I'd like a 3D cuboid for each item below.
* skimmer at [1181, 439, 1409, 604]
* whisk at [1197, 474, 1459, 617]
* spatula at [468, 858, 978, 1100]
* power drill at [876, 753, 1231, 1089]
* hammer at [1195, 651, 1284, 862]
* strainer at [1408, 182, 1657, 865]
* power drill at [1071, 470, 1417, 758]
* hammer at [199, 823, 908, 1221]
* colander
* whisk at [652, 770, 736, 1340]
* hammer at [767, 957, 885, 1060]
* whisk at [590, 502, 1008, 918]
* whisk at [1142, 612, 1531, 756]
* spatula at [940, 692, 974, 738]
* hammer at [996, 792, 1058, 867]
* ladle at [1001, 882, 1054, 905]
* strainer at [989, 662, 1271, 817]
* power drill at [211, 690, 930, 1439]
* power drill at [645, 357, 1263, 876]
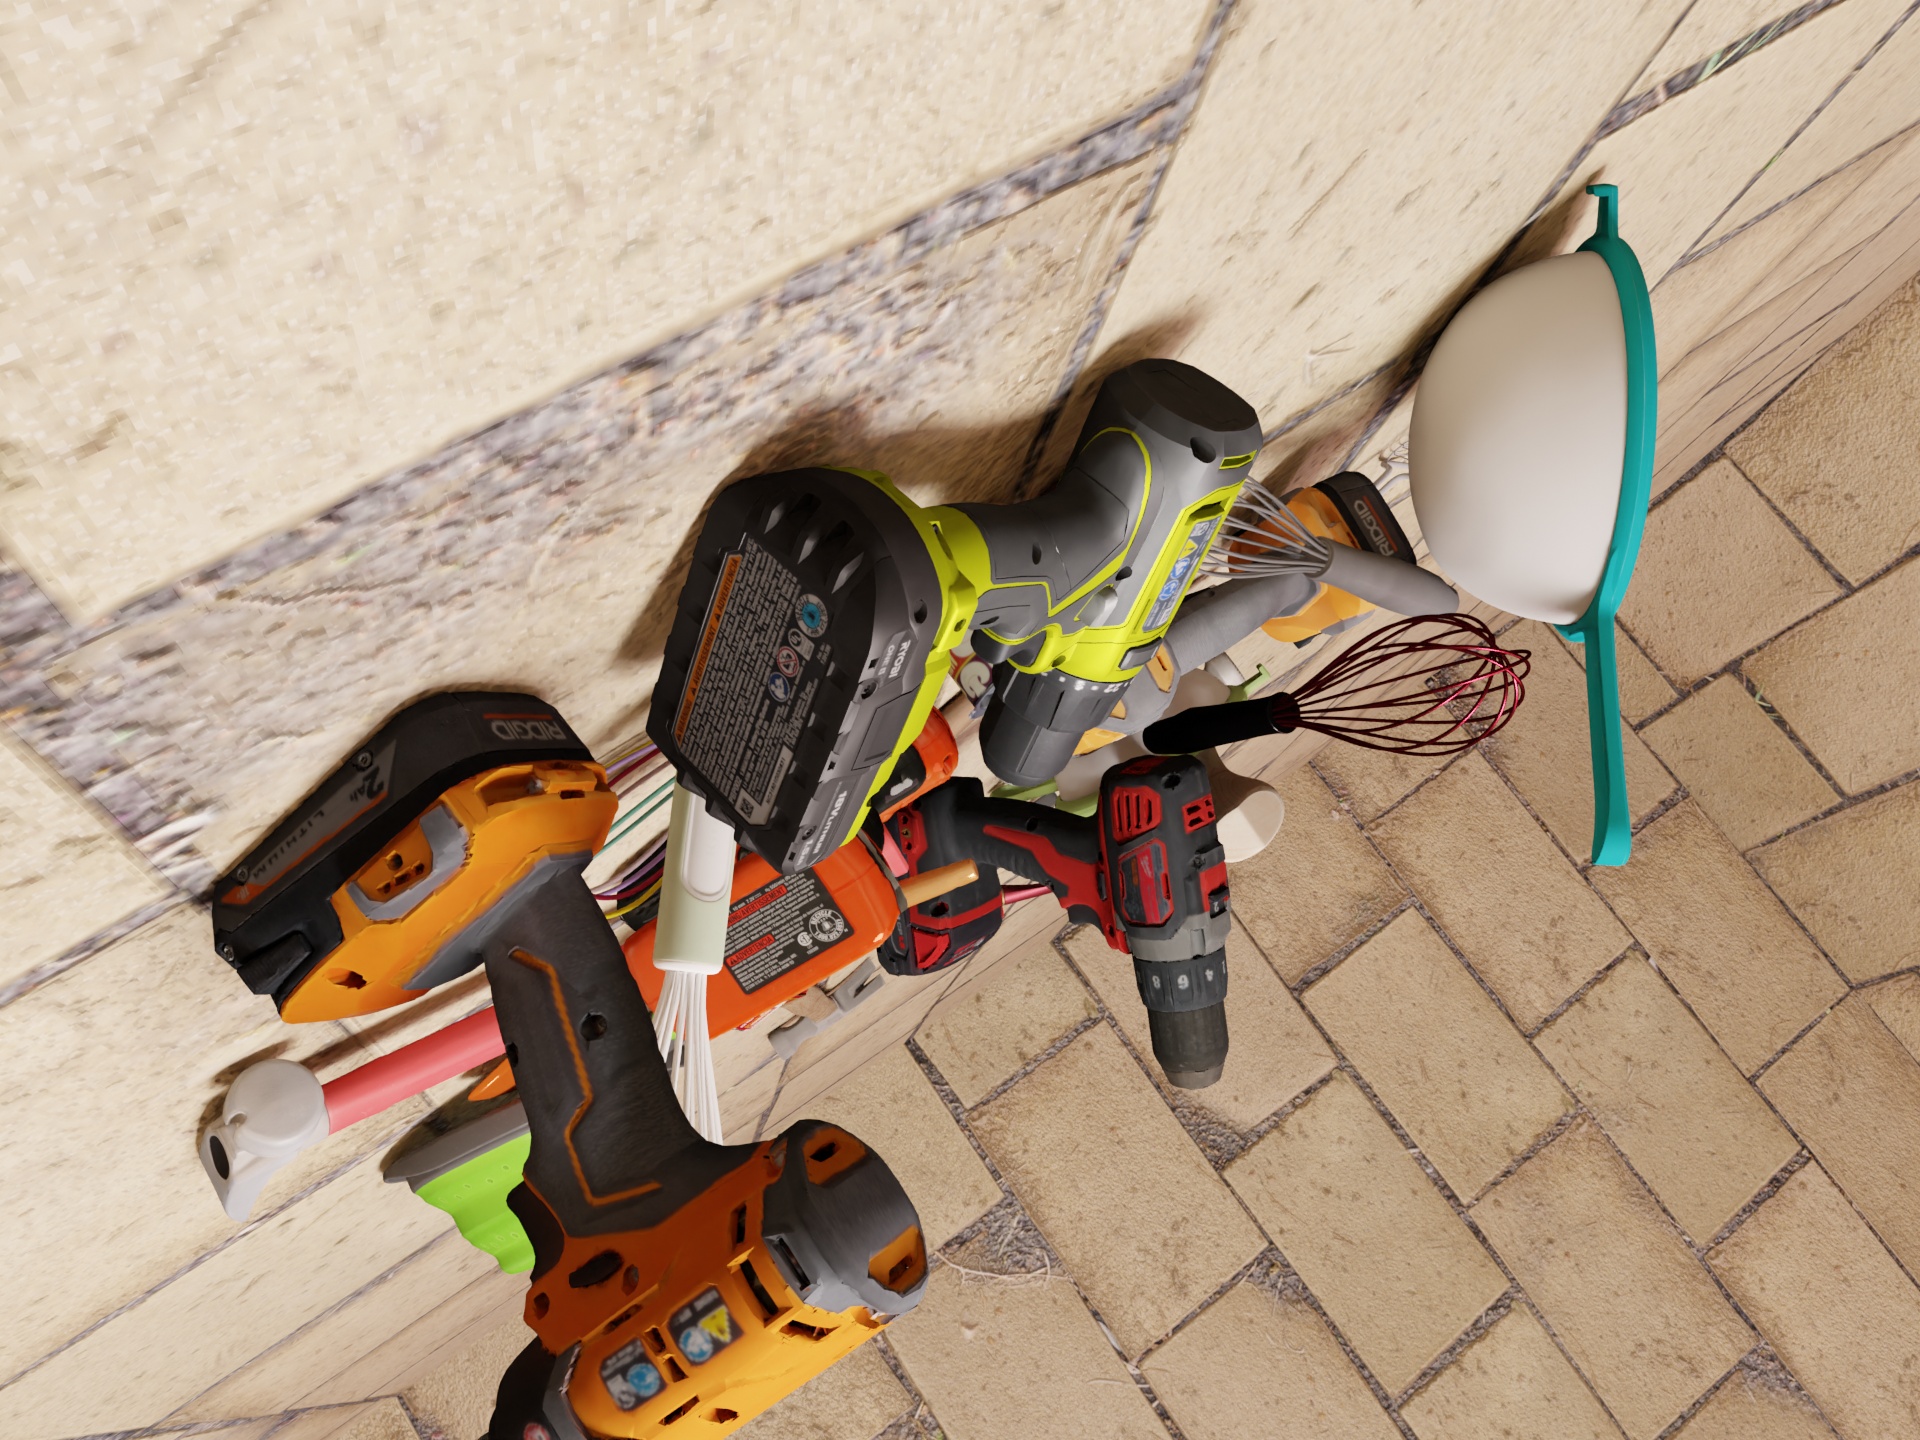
[{"bbox_3d":[0.231,-0.088,1.037,0.363,0.090,0.127,-32,-153,-5],"label":"skimmer"},{"bbox_3d":[0.182,-0.084,0.818,0.238,0.055,0.055,12,137,-38],"label":"whisk"},{"bbox_3d":[-0.137,0.150,0.931,0.322,0.041,0.081,-21,170,9],"label":"spatula"},{"bbox_3d":[0.056,0.115,0.933,0.227,0.188,0.080,-2,-170,38],"label":"power drill"},{"bbox_3d":[0.154,0.033,1.098,0.146,0.038,0.411,-36,-172,8],"label":"hammer"},{"bbox_3d":[0.284,-0.089,0.816,0.095,0.341,0.210,2,156,7],"label":"strainer"},{"bbox_3d":[0.130,-0.047,0.929,0.226,0.084,0.185,-30,178,-17],"label":"power drill"},{"bbox_3d":[-0.185,0.137,0.812,0.386,0.038,0.143,-22,164,-39],"label":"hammer"},{"bbox_3d":[-0.216,0.259,0.968,0.204,0.094,0.397,-15,164,-38],"label":"colander"},{"bbox_3d":[-0.098,0.095,0.565,0.057,0.246,0.059,12,165,-27],"label":"whisk"},{"bbox_3d":[-0.137,0.258,1.466,0.130,0.031,0.331,-34,168,-7],"label":"hammer"},{"bbox_3d":[-0.071,-0.004,0.638,0.245,0.047,0.051,-39,167,-5],"label":"whisk"},{"bbox_3d":[0.188,-0.007,0.857,0.073,0.073,0.296,-30,-173,-28],"label":"whisk"},{"bbox_3d":[-0.001,-0.003,0.887,0.316,0.018,0.060,-42,175,22],"label":"spatula"},{"bbox_3d":[0.066,0.089,1.223,0.146,0.035,0.335,-33,180,-18],"label":"hammer"},{"bbox_3d":[0.004,0.126,1.099,0.315,0.031,0.069,-8,168,-10],"label":"ladle"},{"bbox_3d":[0.084,0.011,1.110,0.151,0.069,0.256,-38,-171,-35],"label":"strainer"},{"bbox_3d":[-0.134,0.123,0.494,0.164,0.226,0.084,-40,167,15],"label":"power drill"},{"bbox_3d":[0.003,-0.029,0.582,0.228,0.080,0.190,-22,145,-46],"label":"power drill"}]
